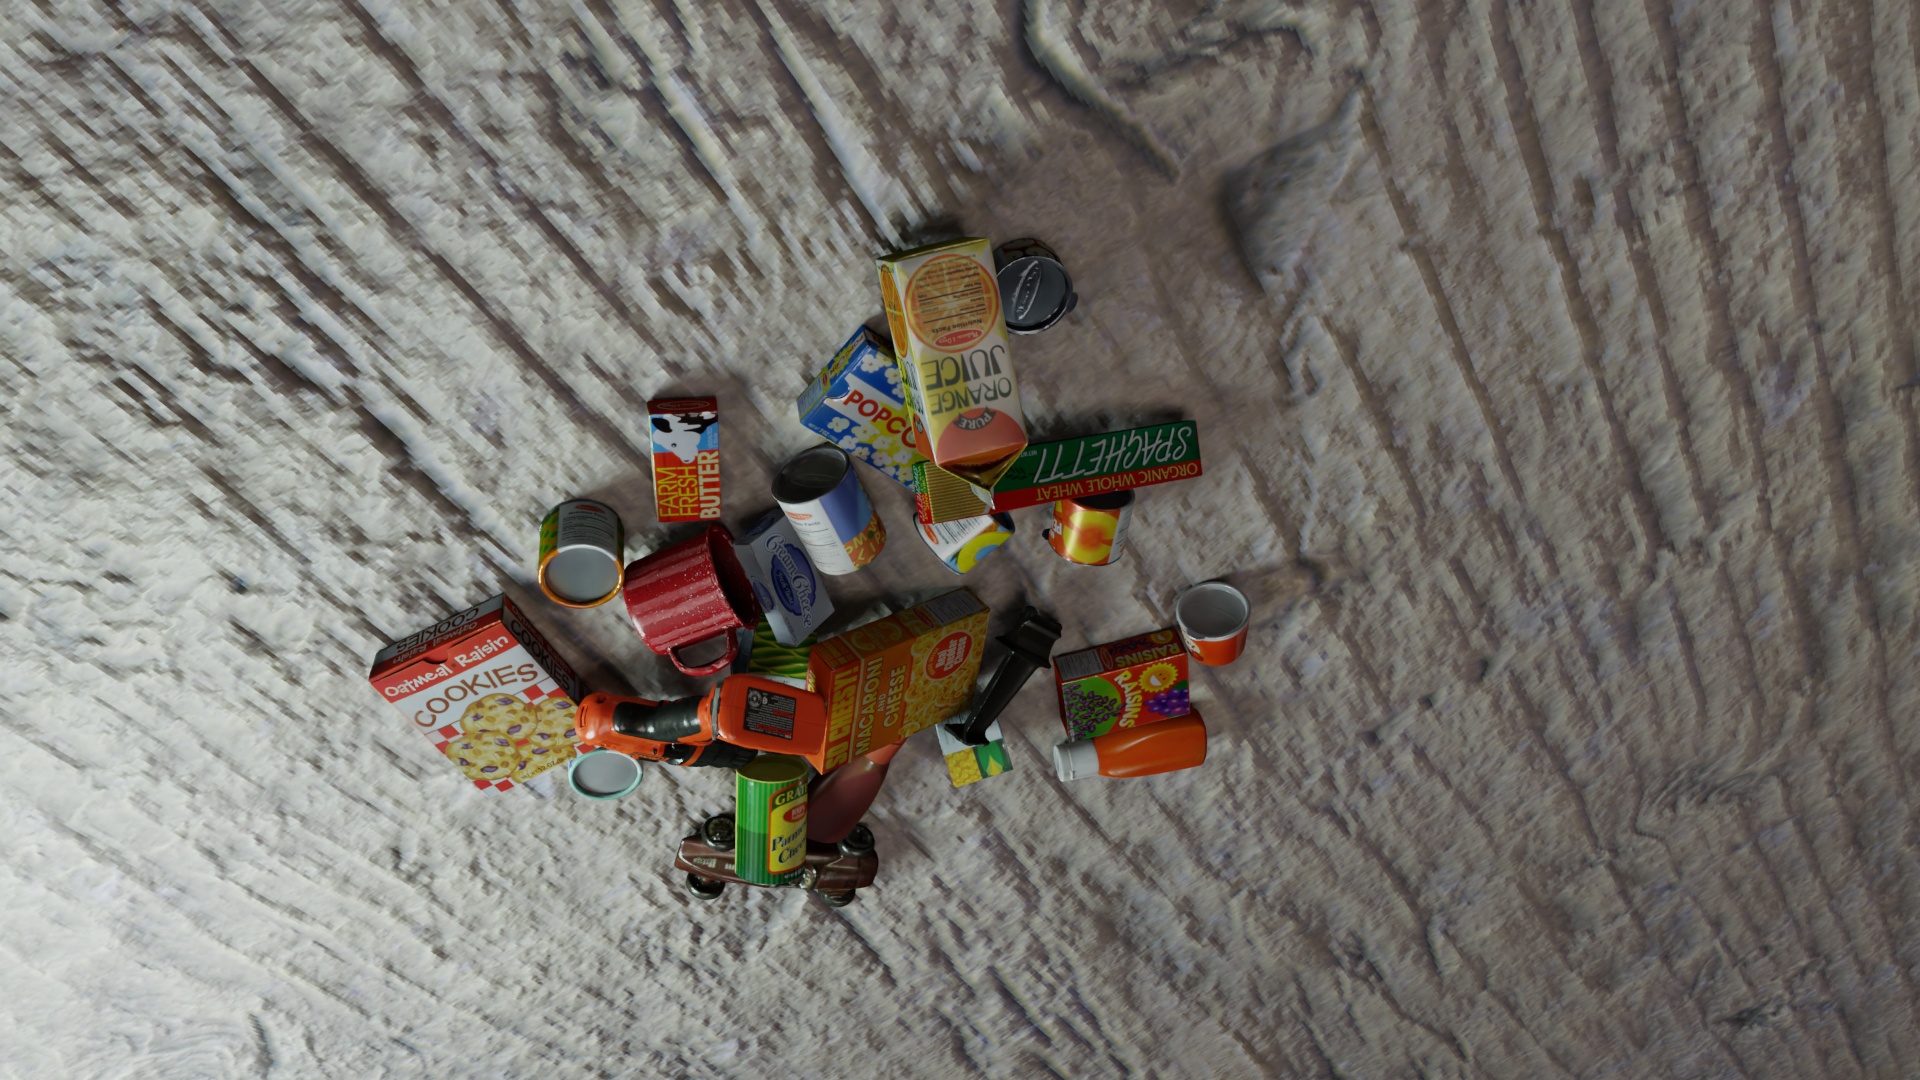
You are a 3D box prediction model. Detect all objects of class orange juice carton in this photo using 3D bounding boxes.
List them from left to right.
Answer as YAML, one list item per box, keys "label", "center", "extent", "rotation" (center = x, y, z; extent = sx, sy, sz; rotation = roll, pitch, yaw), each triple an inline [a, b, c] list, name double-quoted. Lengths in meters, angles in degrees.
- label: "orange juice carton"
  center: [-0.002, -0.120, 1.016]
  extent: [0.073, 0.072, 0.192]
  rotation: [-15, 106, -11]

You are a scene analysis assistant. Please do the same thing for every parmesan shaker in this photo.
- label: "parmesan shaker"
  center: [-0.174, 0.258, 1.291]
  extent: [0.071, 0.071, 0.102]
  rotation: [-1, 103, -14]

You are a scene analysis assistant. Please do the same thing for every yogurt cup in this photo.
- label: "yogurt cup"
  center: [0.236, 0.080, 1.290]
  extent: [0.072, 0.073, 0.053]
  rotation: [-17, 137, -2]

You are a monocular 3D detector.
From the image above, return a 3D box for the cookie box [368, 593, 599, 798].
- label: "cookie box"
  center: [-0.392, 0.134, 1.173]
  extent: [0.123, 0.040, 0.166]
  rotation: [-25, 129, 5]

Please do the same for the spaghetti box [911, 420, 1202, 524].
- label: "spaghetti box"
  center: [0.083, -0.057, 1.122]
  extent: [0.251, 0.028, 0.050]
  rotation: [-10, 95, -22]

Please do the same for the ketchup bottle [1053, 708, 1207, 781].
- label: "ketchup bottle"
  center: [0.169, 0.209, 1.382]
  extent: [0.149, 0.044, 0.064]
  rotation: [-10, 128, -8]

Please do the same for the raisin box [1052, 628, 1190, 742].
- label: "raisin box"
  center: [0.155, 0.139, 1.328]
  extent: [0.123, 0.040, 0.085]
  rotation: [-13, 128, -4]

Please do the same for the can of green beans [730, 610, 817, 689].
- label: "can of green beans"
  center: [-0.160, 0.094, 1.189]
  extent: [0.058, 0.071, 0.071]
  rotation: [10, 124, -23]

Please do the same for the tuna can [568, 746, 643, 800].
- label: "tuna can"
  center: [-0.321, 0.202, 1.249]
  extent: [0.071, 0.033, 0.070]
  rotation: [-8, 128, -10]

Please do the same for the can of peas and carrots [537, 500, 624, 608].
- label: "can of peas and carrots"
  center: [-0.298, 0.013, 1.094]
  extent: [0.071, 0.059, 0.070]
  rotation: [-7, 128, -9]

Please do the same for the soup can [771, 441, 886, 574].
- label: "soup can"
  center: [-0.103, -0.025, 1.115]
  extent: [0.071, 0.072, 0.083]
  rotation: [-23, 130, 3]

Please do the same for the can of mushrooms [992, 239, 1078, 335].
- label: "can of mushrooms"
  center: [0.051, -0.191, 1.049]
  extent: [0.071, 0.033, 0.070]
  rotation: [-7, 128, -10]

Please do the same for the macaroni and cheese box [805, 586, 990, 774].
- label: "macaroni and cheese box"
  center: [-0.058, 0.121, 1.214]
  extent: [0.167, 0.040, 0.123]
  rotation: [-19, 134, -34]

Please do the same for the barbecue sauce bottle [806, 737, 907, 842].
- label: "barbecue sauce bottle"
  center: [-0.101, 0.224, 1.320]
  extent: [0.065, 0.044, 0.148]
  rotation: [20, 119, -33]

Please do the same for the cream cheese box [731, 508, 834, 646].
- label: "cream cheese box"
  center: [-0.145, 0.030, 1.141]
  extent: [0.054, 0.024, 0.103]
  rotation: [-45, 126, -38]

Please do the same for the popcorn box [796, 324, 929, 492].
- label: "popcorn box"
  center: [-0.053, -0.100, 1.087]
  extent: [0.126, 0.038, 0.085]
  rotation: [30, 115, -32]

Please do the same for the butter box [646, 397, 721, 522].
- label: "butter box"
  center: [-0.214, -0.062, 1.081]
  extent: [0.053, 0.024, 0.103]
  rotation: [-4, 127, -11]

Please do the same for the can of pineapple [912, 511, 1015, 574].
- label: "can of pineapple"
  center: [0.004, -0.014, 1.152]
  extent: [0.057, 0.071, 0.071]
  rotation: [-39, 127, 15]

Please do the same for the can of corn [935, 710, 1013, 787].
- label: "can of corn"
  center: [0.014, 0.196, 1.315]
  extent: [0.058, 0.071, 0.070]
  rotation: [-17, 129, -1]

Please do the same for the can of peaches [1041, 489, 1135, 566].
- label: "can of peaches"
  center: [0.109, -0.021, 1.175]
  extent: [0.071, 0.071, 0.057]
  rotation: [-1, 127, -14]
